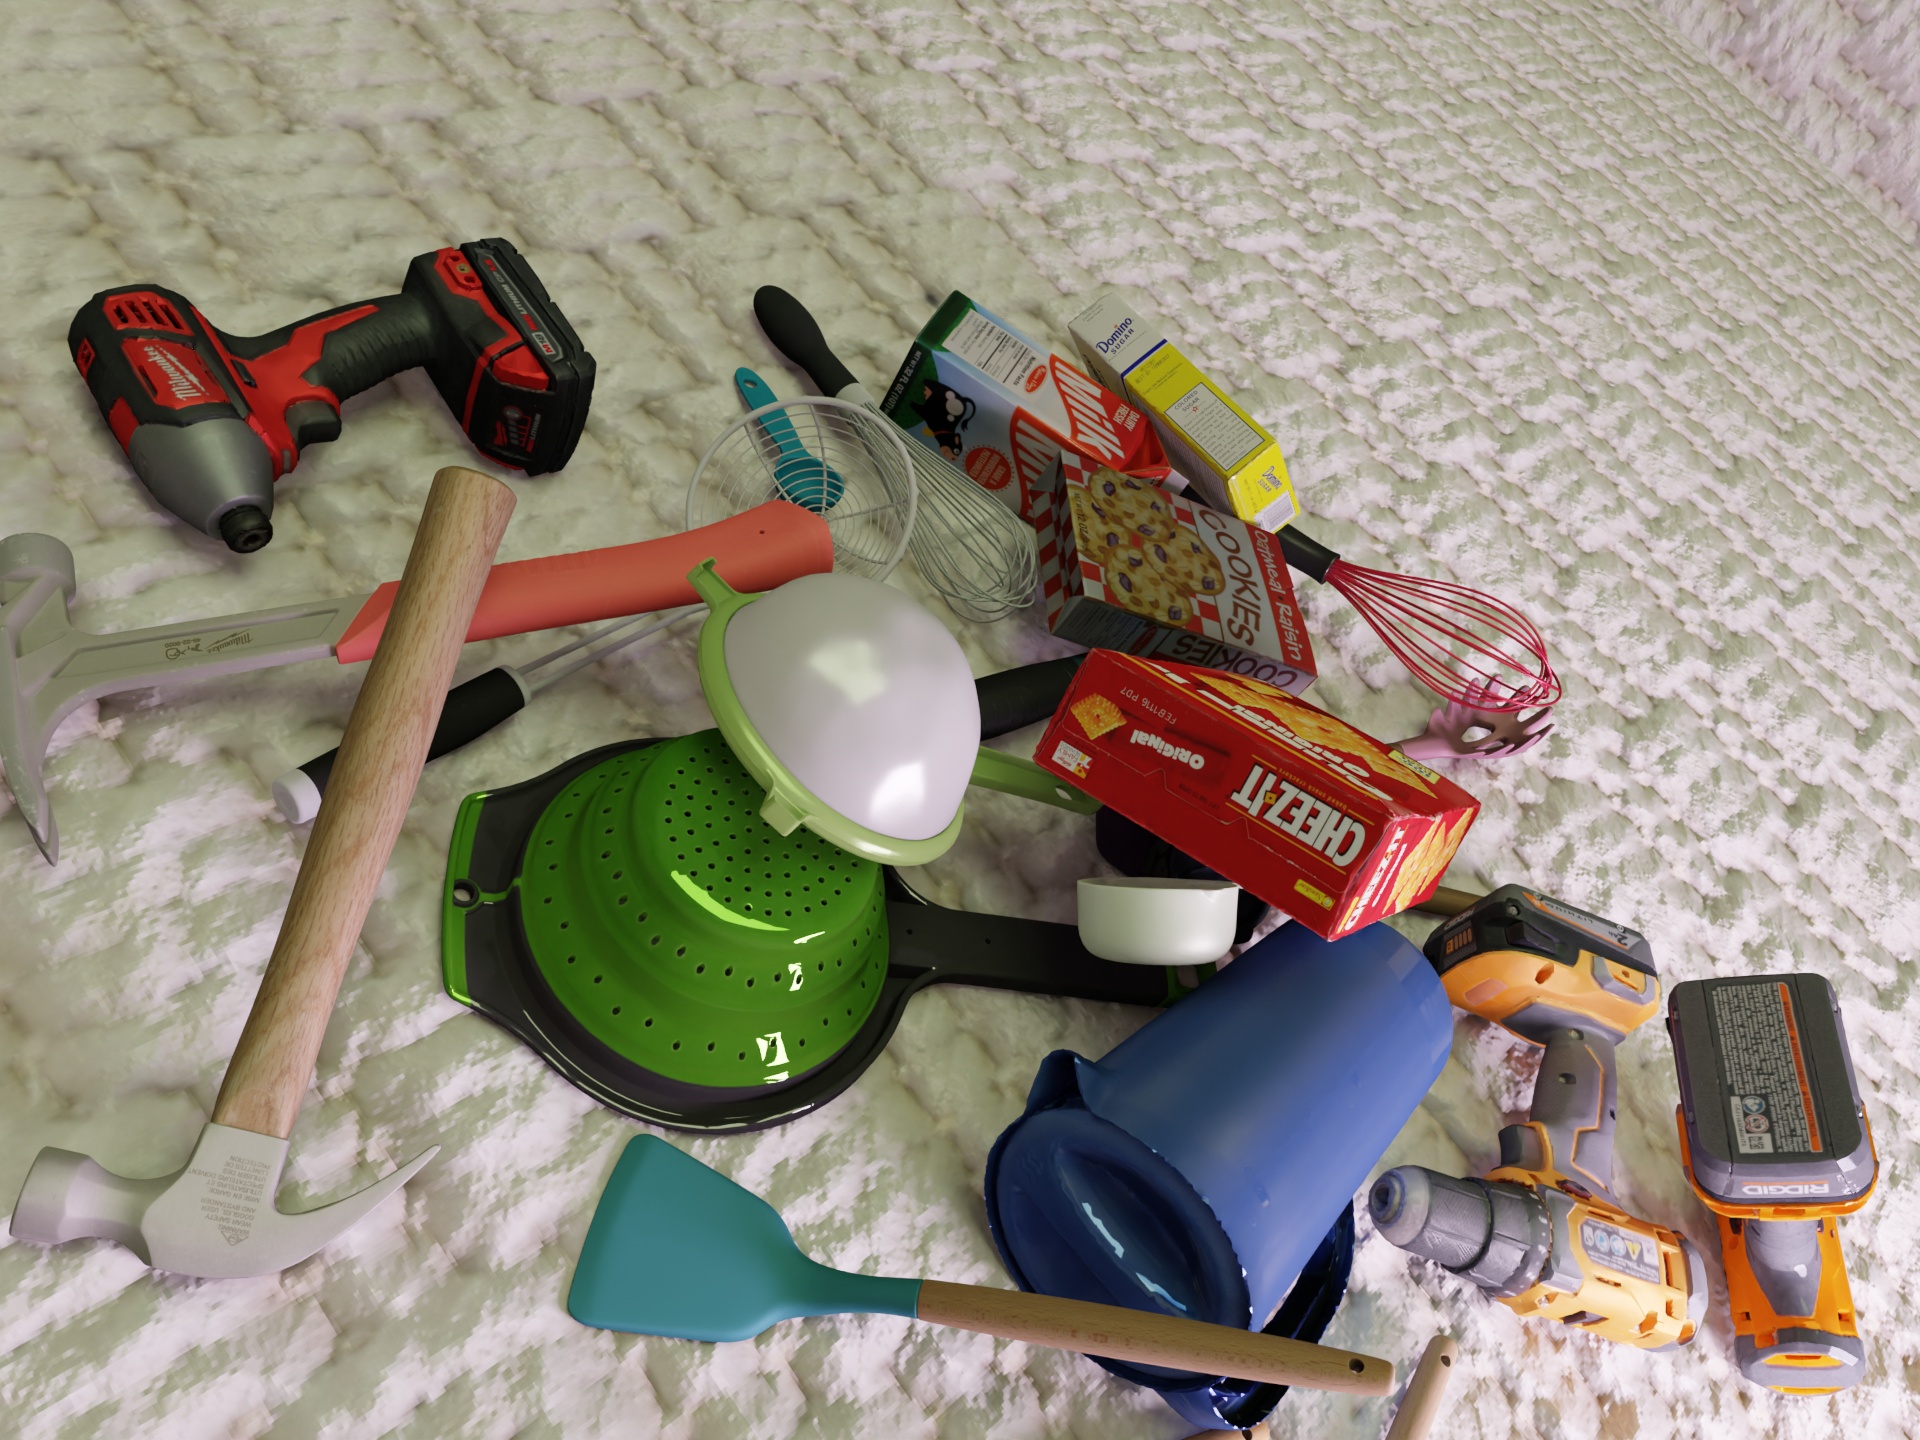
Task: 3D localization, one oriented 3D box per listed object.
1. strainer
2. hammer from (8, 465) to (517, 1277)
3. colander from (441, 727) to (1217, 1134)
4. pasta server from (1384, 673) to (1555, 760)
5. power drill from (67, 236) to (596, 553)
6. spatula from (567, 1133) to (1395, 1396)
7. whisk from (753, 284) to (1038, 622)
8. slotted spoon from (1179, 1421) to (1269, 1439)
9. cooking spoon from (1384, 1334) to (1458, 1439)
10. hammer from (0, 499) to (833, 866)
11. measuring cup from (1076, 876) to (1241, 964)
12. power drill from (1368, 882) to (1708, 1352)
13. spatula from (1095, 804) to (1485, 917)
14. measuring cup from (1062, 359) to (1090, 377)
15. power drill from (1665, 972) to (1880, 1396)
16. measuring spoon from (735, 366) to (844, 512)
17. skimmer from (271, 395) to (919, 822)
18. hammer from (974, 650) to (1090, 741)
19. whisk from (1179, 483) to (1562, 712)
[{"bbox_3d":[-0.001,-0.002,0.742,0.256,0.069,0.152,18,39,-43],"label":"strainer"},{"bbox_3d":[-0.237,0.048,0.626,0.130,0.031,0.331,19,67,-18],"label":"hammer"},{"bbox_3d":[-0.029,0.084,0.741,0.396,0.094,0.205,10,51,-23],"label":"colander"},{"bbox_3d":[0.260,0.019,1.004,0.316,0.040,0.060,-9,46,-34],"label":"pasta server"},{"bbox_3d":[-0.303,-0.161,0.790,0.219,0.078,0.143,-23,69,-37],"label":"power drill"},{"bbox_3d":[0.008,0.229,0.626,0.317,0.044,0.082,5,46,12],"label":"spatula"},{"bbox_3d":[-0.047,-0.169,0.961,0.070,0.070,0.285,-20,62,-39],"label":"whisk"},{"bbox_3d":[0.004,0.322,0.622,0.313,0.031,0.070,-3,55,-34],"label":"slotted spoon"},{"bbox_3d":[0.153,0.383,0.666,0.069,0.017,0.319,42,46,4],"label":"cooking spoon"},{"bbox_3d":[-0.226,-0.042,0.708,0.359,0.036,0.149,-12,60,-22],"label":"hammer"},{"bbox_3d":[0.129,0.098,0.779,0.167,0.083,0.038,5,86,-35],"label":"measuring cup"},{"bbox_3d":[0.301,0.205,0.855,0.185,0.084,0.226,21,52,-15],"label":"power drill"},{"bbox_3d":[0.218,0.094,0.934,0.315,0.018,0.060,13,60,-21],"label":"spatula"},{"bbox_3d":[0.097,-0.177,1.078,0.156,0.029,0.062,50,46,-4],"label":"measuring cup"},{"bbox_3d":[0.427,0.230,0.839,0.164,0.084,0.226,-75,148,-43],"label":"power drill"},{"bbox_3d":[-0.109,-0.165,0.951,0.042,0.021,0.129,-7,50,-33],"label":"measuring spoon"},{"bbox_3d":[-0.166,-0.060,0.776,0.127,0.090,0.363,43,46,14],"label":"skimmer"},{"bbox_3d":[0.056,-0.019,0.899,0.331,0.033,0.128,-18,65,-45],"label":"hammer"},{"bbox_3d":[0.263,-0.090,1.055,0.296,0.073,0.073,34,44,18],"label":"whisk"}]
